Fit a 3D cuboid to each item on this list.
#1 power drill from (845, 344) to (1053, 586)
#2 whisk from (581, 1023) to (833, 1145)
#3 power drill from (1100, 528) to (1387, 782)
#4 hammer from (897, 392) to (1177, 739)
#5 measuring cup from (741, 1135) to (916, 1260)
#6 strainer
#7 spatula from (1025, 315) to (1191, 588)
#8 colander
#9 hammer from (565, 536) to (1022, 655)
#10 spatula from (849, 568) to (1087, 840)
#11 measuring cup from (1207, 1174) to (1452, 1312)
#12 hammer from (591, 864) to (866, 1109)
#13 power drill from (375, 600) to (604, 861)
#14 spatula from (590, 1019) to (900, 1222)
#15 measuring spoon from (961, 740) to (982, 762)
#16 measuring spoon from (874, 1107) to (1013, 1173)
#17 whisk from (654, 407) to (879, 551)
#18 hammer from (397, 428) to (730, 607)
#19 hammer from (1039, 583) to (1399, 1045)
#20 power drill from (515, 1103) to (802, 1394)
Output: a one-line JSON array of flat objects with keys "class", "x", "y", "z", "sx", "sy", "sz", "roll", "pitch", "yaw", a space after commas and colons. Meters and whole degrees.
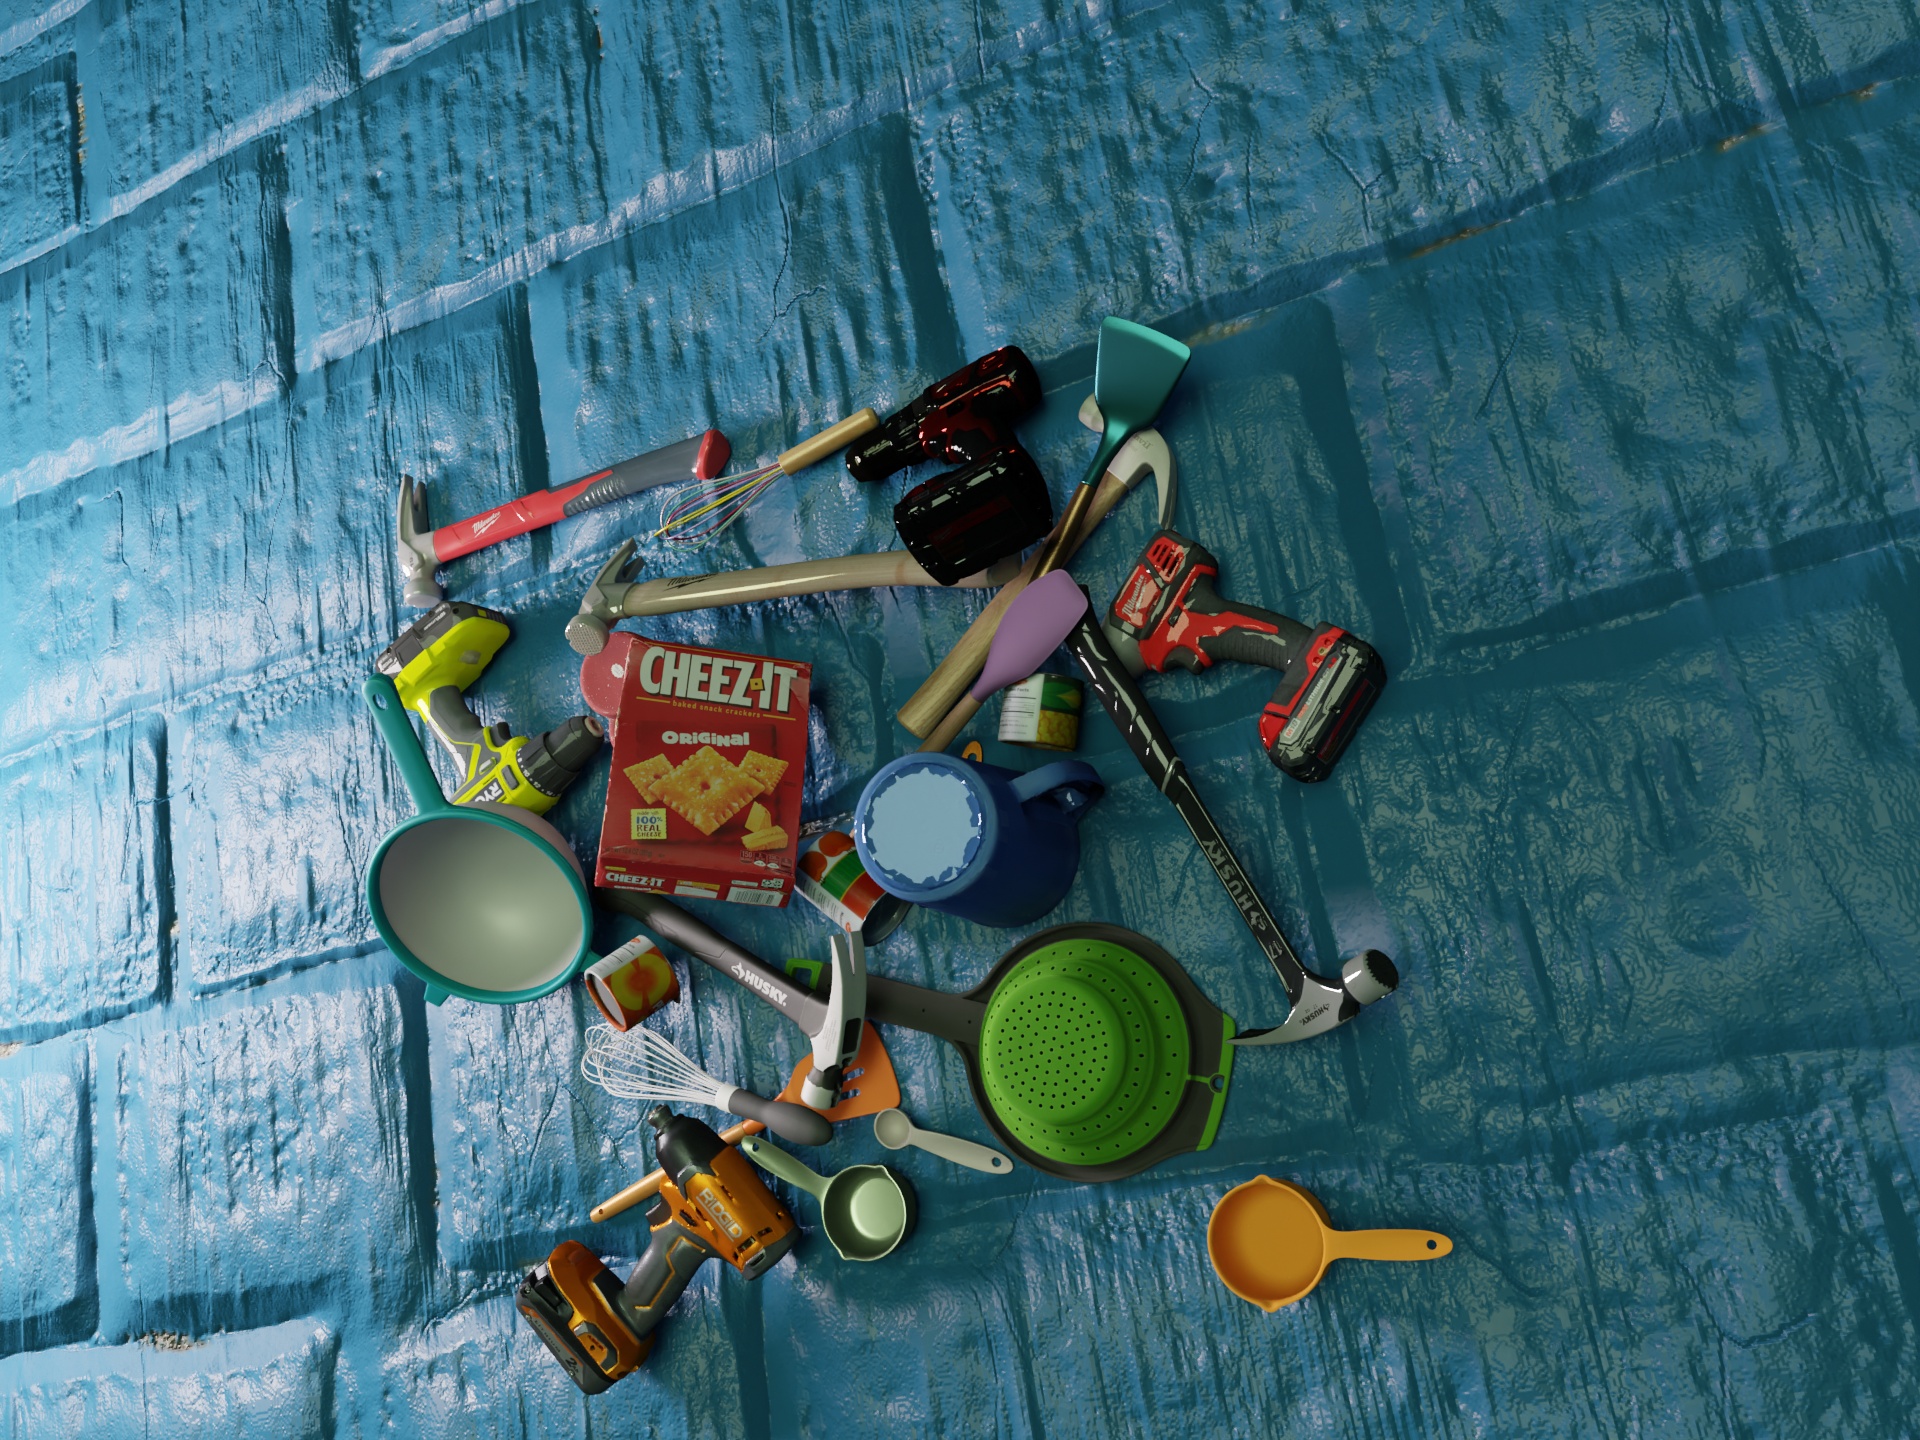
[{"class": "power drill", "x": -0.014, "y": -0.215, "z": 1.350, "sx": 0.188, "sy": 0.080, "sz": 0.227, "roll": -26, "pitch": 37, "yaw": 17}, {"class": "whisk", "x": -0.222, "y": 0.315, "z": 1.365, "sx": 0.285, "sy": 0.070, "sz": 0.070, "roll": 9, "pitch": 83, "yaw": 34}, {"class": "power drill", "x": 0.210, "y": -0.047, "z": 1.260, "sx": 0.220, "sy": 0.078, "sz": 0.143, "roll": 33, "pitch": 94, "yaw": 29}, {"class": "hammer", "x": 0.062, "y": -0.117, "z": 1.363, "sx": 0.130, "sy": 0.031, "sz": 0.331, "roll": 43, "pitch": 98, "yaw": 26}, {"class": "measuring cup", "x": -0.110, "y": 0.388, "z": 1.331, "sx": 0.168, "sy": 0.038, "sz": 0.083, "roll": 22, "pitch": 90, "yaw": 26}, {"class": "strainer", "x": -0.448, "y": 0.096, "z": 1.448, "sx": 0.211, "sy": 0.095, "sz": 0.340, "roll": -12, "pitch": 114, "yaw": 13}, {"class": "spatula", "x": 0.091, "y": -0.174, "z": 1.319, "sx": 0.082, "sy": 0.044, "sz": 0.317, "roll": 26, "pitch": 92, "yaw": 17}, {"class": "colander", "x": 0.013, "y": 0.244, "z": 1.271, "sx": 0.397, "sy": 0.094, "sz": 0.204, "roll": 9, "pitch": 82, "yaw": 24}, {"class": "hammer", "x": -0.144, "y": -0.131, "z": 1.410, "sx": 0.410, "sy": 0.038, "sz": 0.146, "roll": -4, "pitch": 38, "yaw": 18}, {"class": "spatula", "x": -0.002, "y": -0.004, "z": 1.326, "sx": 0.316, "sy": 0.018, "sz": 0.060, "roll": -50, "pitch": 59, "yaw": 27}, {"class": "measuring cup", "x": 0.270, "y": 0.378, "z": 1.158, "sx": 0.173, "sy": 0.052, "sz": 0.095, "roll": -6, "pitch": 77, "yaw": 21}, {"class": "hammer", "x": -0.210, "y": 0.197, "z": 1.388, "sx": 0.335, "sy": 0.035, "sz": 0.146, "roll": 24, "pitch": 105, "yaw": 36}, {"class": "power drill", "x": -0.457, "y": -0.002, "z": 1.549, "sx": 0.190, "sy": 0.080, "sz": 0.229, "roll": -38, "pitch": 70, "yaw": 14}, {"class": "spatula", "x": -0.198, "y": 0.366, "z": 1.387, "sx": 0.322, "sy": 0.041, "sz": 0.081, "roll": -33, "pitch": 67, "yaw": 19}, {"class": "measuring spoon", "x": 0.002, "y": 0.075, "z": 1.364, "sx": 0.021, "sy": 0.011, "sz": 0.117, "roll": 9, "pitch": 79, "yaw": 19}, {"class": "measuring spoon", "x": -0.012, "y": 0.349, "z": 1.313, "sx": 0.124, "sy": 0.018, "sz": 0.034, "roll": 13, "pitch": 97, "yaw": 19}, {"class": "whisk", "x": -0.184, "y": -0.227, "z": 1.490, "sx": 0.245, "sy": 0.047, "sz": 0.051, "roll": -26, "pitch": 69, "yaw": 14}, {"class": "hammer", "x": -0.404, "y": -0.232, "z": 1.592, "sx": 0.386, "sy": 0.038, "sz": 0.143, "roll": -15, "pitch": 72, "yaw": 21}, {"class": "hammer", "x": 0.171, "y": 0.062, "z": 1.230, "sx": 0.149, "sy": 0.036, "sz": 0.409, "roll": -46, "pitch": 66, "yaw": 39}, {"class": "power drill", "x": -0.265, "y": 0.443, "z": 1.351, "sx": 0.226, "sy": 0.084, "sz": 0.164, "roll": -41, "pitch": 85, "yaw": 10}]
